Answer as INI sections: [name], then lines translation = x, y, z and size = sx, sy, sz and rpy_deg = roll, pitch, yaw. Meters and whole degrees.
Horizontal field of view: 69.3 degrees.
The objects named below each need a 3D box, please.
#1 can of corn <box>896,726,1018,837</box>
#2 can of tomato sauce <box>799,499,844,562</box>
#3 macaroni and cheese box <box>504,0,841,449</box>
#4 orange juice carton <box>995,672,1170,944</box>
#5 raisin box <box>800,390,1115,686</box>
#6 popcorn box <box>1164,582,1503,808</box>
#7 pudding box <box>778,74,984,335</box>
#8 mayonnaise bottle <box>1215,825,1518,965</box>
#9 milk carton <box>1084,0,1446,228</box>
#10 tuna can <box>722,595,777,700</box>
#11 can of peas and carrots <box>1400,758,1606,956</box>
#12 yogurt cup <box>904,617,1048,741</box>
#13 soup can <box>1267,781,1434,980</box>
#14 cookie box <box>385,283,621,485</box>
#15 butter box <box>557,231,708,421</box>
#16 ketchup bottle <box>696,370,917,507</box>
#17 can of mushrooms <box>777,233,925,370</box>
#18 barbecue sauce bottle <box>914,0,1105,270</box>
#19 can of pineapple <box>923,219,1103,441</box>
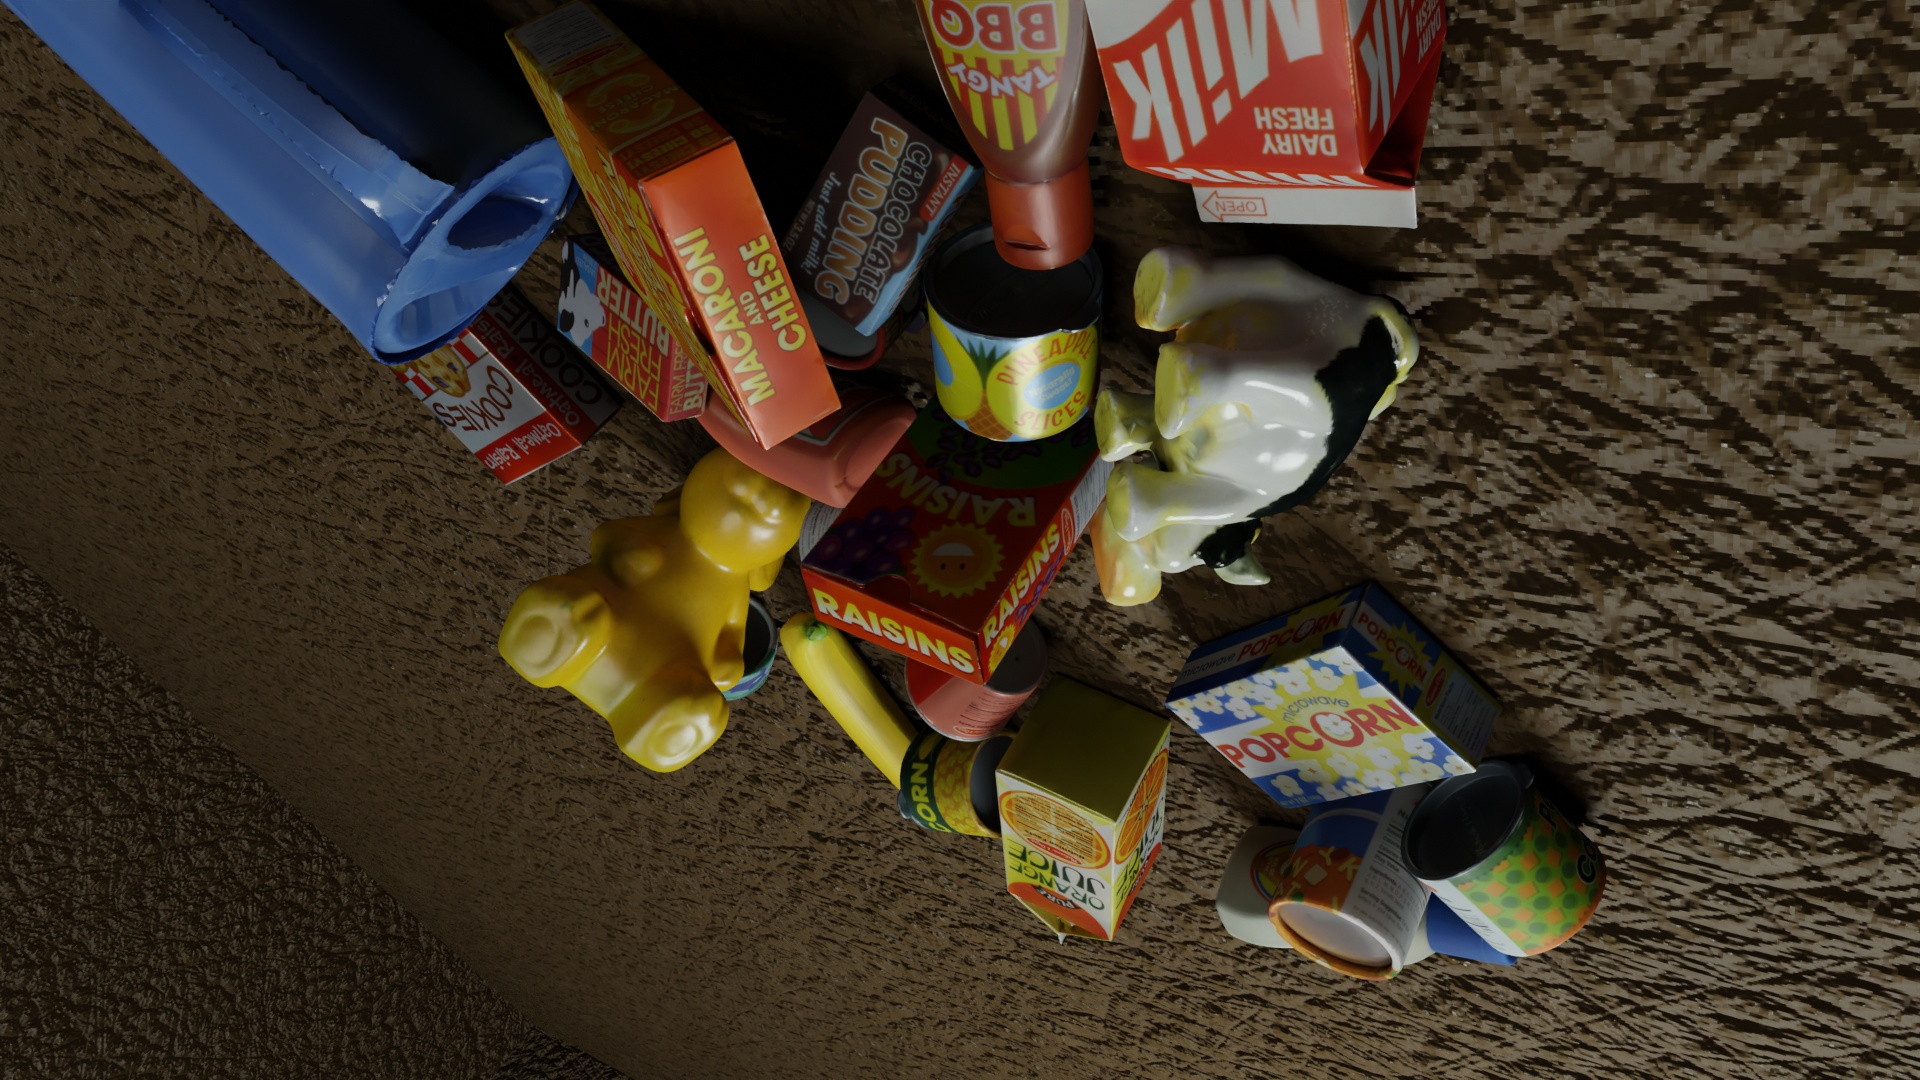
[can of corn]
translation = 0.005, 0.148, 0.849
size = 0.058, 0.071, 0.071
rpy_deg = -6, 130, 46
[can of tomato sauce]
translation = -0.029, 0.001, 0.688
size = 0.083, 0.071, 0.071
rpy_deg = -9, 128, 50
[macaroni and cheese box]
translation = -0.115, -0.127, 0.548
size = 0.167, 0.040, 0.123
rpy_deg = 49, 165, 43
[orange juice carton]
translation = 0.073, 0.168, 0.811
size = 0.073, 0.072, 0.191
rpy_deg = 21, 146, 21
[raisin box]
translation = 0.002, -0.007, 0.591
size = 0.086, 0.124, 0.040
rpy_deg = 21, 146, 23
[popcorn box]
translation = 0.164, 0.074, 0.629
size = 0.085, 0.038, 0.126
rpy_deg = 42, 148, -10
[pudding box]
translation = -0.030, -0.125, 0.524
size = 0.049, 0.030, 0.083
rpy_deg = 37, 124, -2
[mayonnaise bottle]
translation = 0.210, 0.187, 0.718
size = 0.148, 0.065, 0.041
rpy_deg = 0, 131, 38
[milk carton]
translation = 0.077, -0.161, 0.360
size = 0.072, 0.074, 0.189
rpy_deg = 11, 142, 33
[tuna can]
translation = -0.154, 0.067, 0.892
size = 0.071, 0.071, 0.032
rpy_deg = 32, 147, 5
[can of peas and carrots]
translation = 0.243, 0.139, 0.618
size = 0.058, 0.071, 0.070
rpy_deg = 42, 148, -12
[yogurt cup]
translation = 0.011, 0.067, 0.743
size = 0.072, 0.073, 0.053
rpy_deg = 38, 141, -5
[soup can]
translation = 0.192, 0.158, 0.672
size = 0.071, 0.084, 0.071
rpy_deg = 25, 148, 17
[cookie box]
translation = -0.289, -0.114, 0.806
size = 0.167, 0.040, 0.122
rpy_deg = 49, 146, -20
[butter box]
translation = -0.156, -0.103, 0.662
size = 0.104, 0.024, 0.052
rpy_deg = 38, 129, 34
[ketchup bottle]
translation = -0.093, -0.063, 0.670
size = 0.149, 0.065, 0.043
rpy_deg = 24, 137, 33
[can of mushrooms]
translation = -0.050, -0.106, 0.594
size = 0.071, 0.033, 0.070
rpy_deg = 24, 146, 18
[barbecue sauce bottle]
translation = 0.020, -0.157, 0.449
size = 0.065, 0.044, 0.147
rpy_deg = 13, 143, 22
[can of pineapple]
translation = 0.022, -0.079, 0.529
size = 0.071, 0.071, 0.057
rpy_deg = 22, 147, 20
